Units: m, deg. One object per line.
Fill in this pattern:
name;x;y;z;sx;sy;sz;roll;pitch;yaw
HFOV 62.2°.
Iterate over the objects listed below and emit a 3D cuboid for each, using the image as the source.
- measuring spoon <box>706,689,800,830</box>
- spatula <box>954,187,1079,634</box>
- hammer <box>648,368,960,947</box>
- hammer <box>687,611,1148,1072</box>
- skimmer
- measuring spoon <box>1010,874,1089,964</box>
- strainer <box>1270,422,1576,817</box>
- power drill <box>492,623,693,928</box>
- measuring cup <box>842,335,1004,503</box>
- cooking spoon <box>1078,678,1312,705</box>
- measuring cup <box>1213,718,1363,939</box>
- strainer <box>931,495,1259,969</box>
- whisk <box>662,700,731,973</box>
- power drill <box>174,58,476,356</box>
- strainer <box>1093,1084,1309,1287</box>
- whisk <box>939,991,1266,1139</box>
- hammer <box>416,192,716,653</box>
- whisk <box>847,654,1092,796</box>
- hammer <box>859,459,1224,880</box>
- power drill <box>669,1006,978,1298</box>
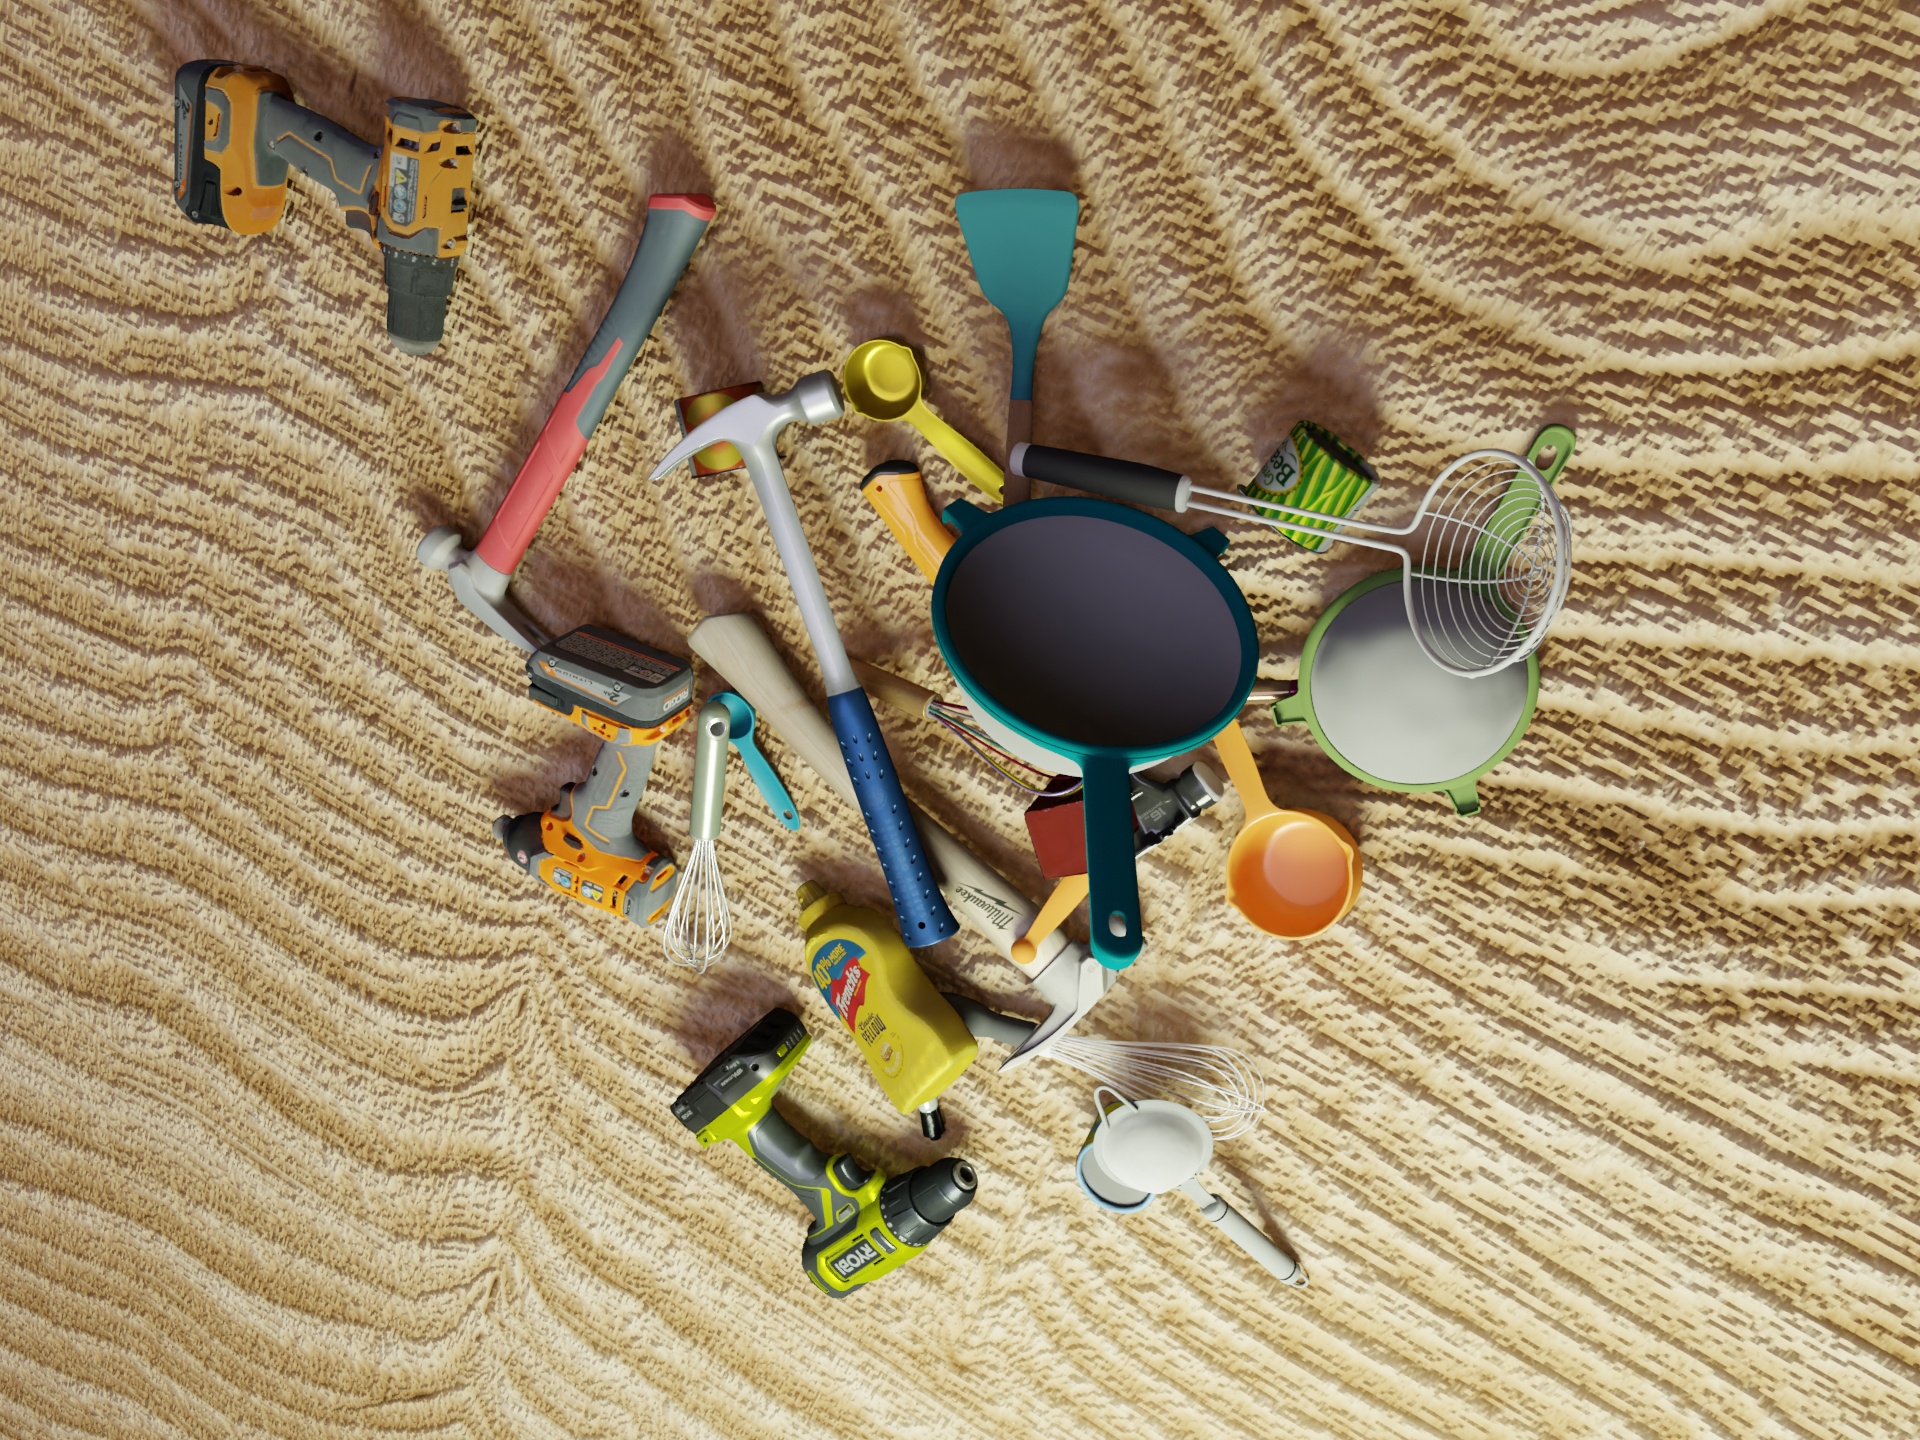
measuring spoon;-0.157;0.030;1.255;0.042;0.021;0.128;-19;109;28
spatula;0.036;-0.190;1.071;0.082;0.044;0.317;4;100;13
hammer;-0.091;-0.030;1.123;0.144;0.035;0.405;-17;99;10
hammer;-0.057;0.077;1.195;0.411;0.038;0.146;44;95;6
skimmer;0.179;-0.122;0.948;0.363;0.090;0.127;17;108;26
measuring spoon;0.073;0.130;1.143;0.021;0.011;0.117;38;104;6
strainer;0.312;-0.064;0.989;0.151;0.069;0.256;27;109;5
power drill;-0.301;0.044;1.280;0.164;0.084;0.226;20;117;15
measuring cup;-0.015;-0.207;1.115;0.156;0.029;0.062;41;118;-9
cooking spoon;0.196;-0.019;1.073;0.319;0.017;0.068;-1;105;13
measuring cup;0.216;0.065;1.100;0.095;0.052;0.174;-27;78;25
strainer;0.080;0.014;0.996;0.211;0.341;0.095;5;145;-8
whisk;-0.205;0.096;1.269;0.059;0.057;0.246;47;134;53
power drill;-0.476;-0.390;1.205;0.226;0.084;0.185;18;115;11
strainer;0.183;0.355;1.171;0.087;0.050;0.258;-36;117;20
whisk;0.094;0.253;1.208;0.285;0.070;0.070;13;112;23
hammer;-0.278;-0.222;1.202;0.143;0.038;0.386;40;117;4
whisk;-0.001;-0.005;1.130;0.245;0.051;0.047;24;122;36
hammer;0.038;-0.043;1.139;0.127;0.034;0.337;-38;91;27
power drill;-0.109;0.352;1.303;0.228;0.080;0.190;47;123;-1
